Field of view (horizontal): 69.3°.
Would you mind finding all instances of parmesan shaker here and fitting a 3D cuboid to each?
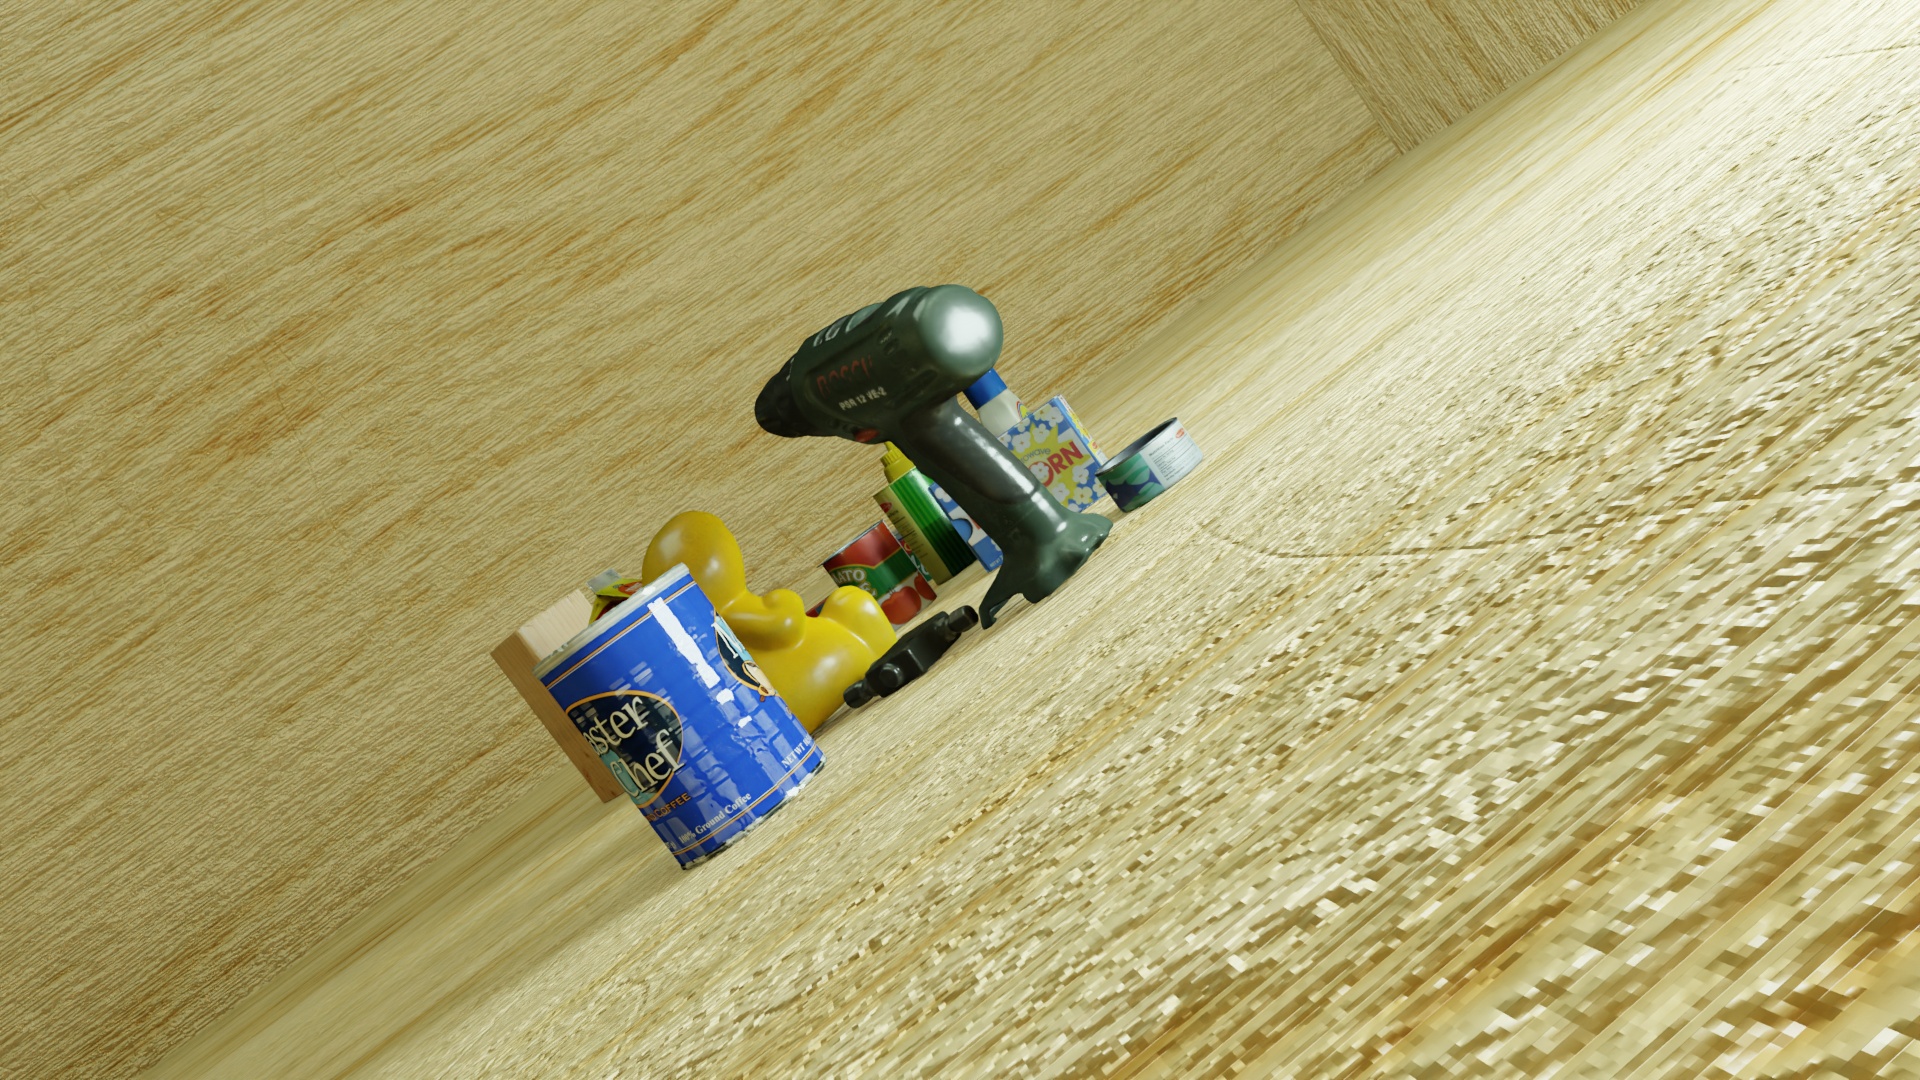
[{"bbox_3d":[-0.026,-0.018,1.291,0.071,0.103,0.071,-36,4,3],"label":"parmesan shaker"}]

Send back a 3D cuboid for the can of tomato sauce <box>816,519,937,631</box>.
[{"bbox_3d":[-0.071,0.035,1.199,0.071,0.083,0.071,-36,4,3],"label":"can of tomato sauce"}]

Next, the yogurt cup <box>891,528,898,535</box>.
[{"bbox_3d":[-0.049,0.001,1.598,0.072,0.054,0.072,-36,4,3],"label":"yogurt cup"}]

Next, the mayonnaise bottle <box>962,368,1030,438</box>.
[{"bbox_3d":[0.051,-0.100,1.278,0.041,0.148,0.065,-35,4,20],"label":"mayonnaise bottle"}]

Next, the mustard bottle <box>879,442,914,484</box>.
[{"bbox_3d":[-0.046,-0.060,1.531,0.065,0.160,0.049,-36,4,-7],"label":"mustard bottle"}]

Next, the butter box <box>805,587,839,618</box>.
[{"bbox_3d":[-0.129,0.087,1.284,0.103,0.053,0.024,-34,4,19],"label":"butter box"}]

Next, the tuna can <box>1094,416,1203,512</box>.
[{"bbox_3d":[0.122,-0.048,0.913,0.071,0.033,0.071,-36,4,3],"label":"tuna can"}]

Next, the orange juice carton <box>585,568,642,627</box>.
[{"bbox_3d":[-0.279,0.109,1.296,0.073,0.192,0.072,-35,4,11],"label":"orange juice carton"}]

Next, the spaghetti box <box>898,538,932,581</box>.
[{"bbox_3d":[0.005,-0.018,1.401,0.251,0.050,0.028,-37,4,-12],"label":"spaghetti box"}]

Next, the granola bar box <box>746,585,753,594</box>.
[{"bbox_3d":[-0.272,0.122,1.557,0.039,0.124,0.166,-34,5,34],"label":"granola bar box"}]

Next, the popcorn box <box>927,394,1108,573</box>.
[{"bbox_3d":[0.051,-0.045,1.095,0.126,0.085,0.038,-35,4,17],"label":"popcorn box"}]

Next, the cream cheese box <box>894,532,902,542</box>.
[{"bbox_3d":[-0.064,0.022,1.496,0.104,0.053,0.024,-36,4,-3],"label":"cream cheese box"}]
